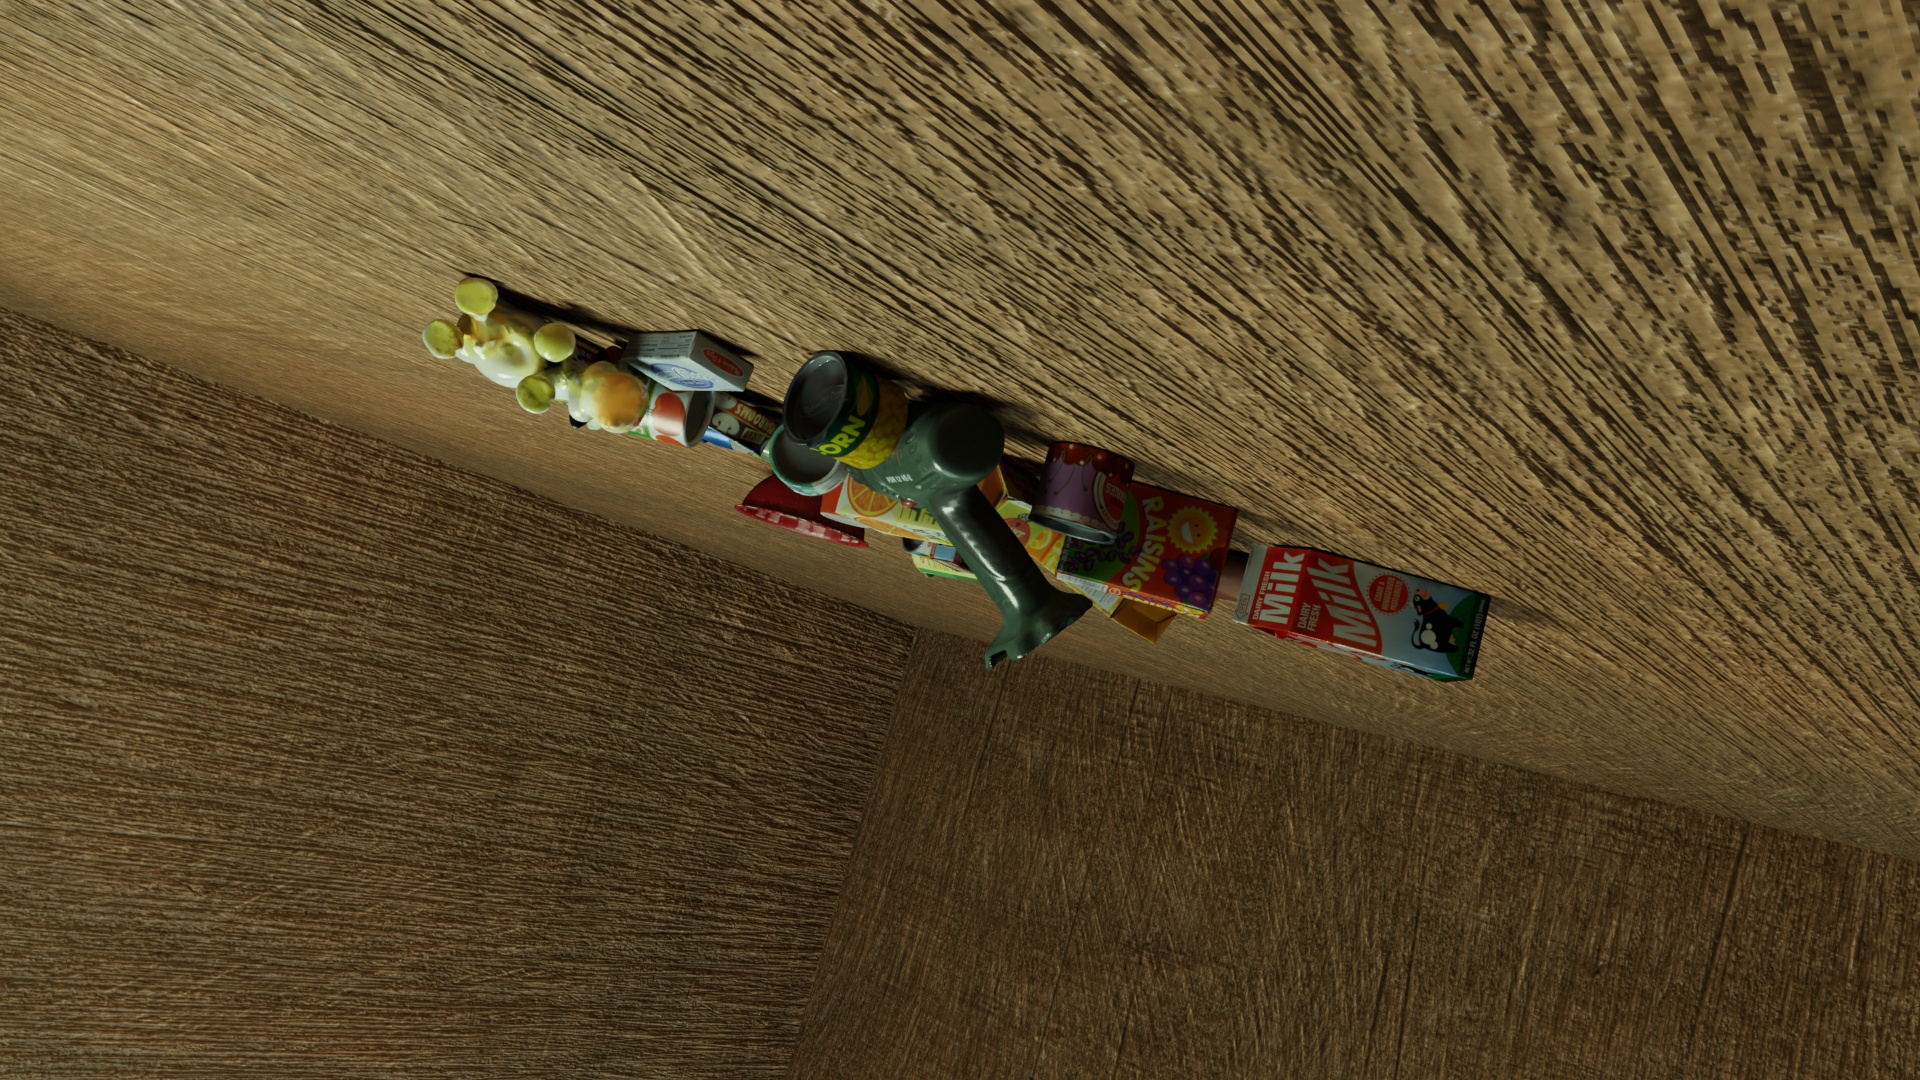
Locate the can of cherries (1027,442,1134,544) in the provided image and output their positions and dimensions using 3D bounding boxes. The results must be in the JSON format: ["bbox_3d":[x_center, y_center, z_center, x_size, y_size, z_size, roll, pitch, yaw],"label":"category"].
[{"bbox_3d":[0.091,-0.034,1.016,0.071,0.058,0.071,17,172,3],"label":"can of cherries"}]

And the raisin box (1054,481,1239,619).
[{"bbox_3d":[0.143,0.003,1.073,0.123,0.086,0.040,16,168,5],"label":"raisin box"}]

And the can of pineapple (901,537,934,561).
[{"bbox_3d":[-0.020,-0.011,1.431,0.058,0.071,0.071,20,172,-26],"label":"can of pineapple"}]

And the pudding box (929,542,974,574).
[{"bbox_3d":[0.004,-0.016,1.260,0.030,0.084,0.049,8,168,37],"label":"pudding box"}]

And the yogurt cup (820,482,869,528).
[{"bbox_3d":[-0.109,-0.045,1.408,0.072,0.054,0.072,15,173,2],"label":"yogurt cup"}]

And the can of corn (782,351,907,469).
[{"bbox_3d":[-0.078,-0.085,0.945,0.058,0.071,0.071,22,171,-42],"label":"can of corn"}]

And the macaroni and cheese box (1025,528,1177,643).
[{"bbox_3d":[0.104,0.019,1.237,0.167,0.040,0.123,39,-176,29],"label":"macaroni and cheese box"}]

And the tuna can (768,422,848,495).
[{"bbox_3d":[-0.130,-0.075,1.179,0.071,0.071,0.033,15,172,8],"label":"tuna can"}]

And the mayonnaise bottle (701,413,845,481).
[{"bbox_3d":[-0.164,-0.089,1.238,0.148,0.041,0.064,14,175,10],"label":"mayonnaise bottle"}]

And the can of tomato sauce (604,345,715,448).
[{"bbox_3d":[-0.249,-0.114,1.119,0.083,0.071,0.071,15,173,7],"label":"can of tomato sauce"}]

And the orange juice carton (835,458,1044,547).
[{"bbox_3d":[-0.006,-0.035,1.167,0.192,0.073,0.072,10,170,38],"label":"orange juice carton"}]

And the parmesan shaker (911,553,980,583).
[{"bbox_3d":[0.005,0.014,1.547,0.103,0.071,0.071,10,170,39],"label":"parmesan shaker"}]

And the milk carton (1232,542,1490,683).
[{"bbox_3d":[0.327,0.059,1.151,0.191,0.072,0.073,16,173,6],"label":"milk carton"}]

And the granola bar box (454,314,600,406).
[{"bbox_3d":[-0.338,-0.145,1.207,0.124,0.039,0.165,12,172,35],"label":"granola bar box"}]

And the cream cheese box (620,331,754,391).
[{"bbox_3d":[-0.204,-0.133,1.033,0.053,0.024,0.104,31,165,-39],"label":"cream cheese box"}]

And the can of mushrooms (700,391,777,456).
[{"bbox_3d":[-0.190,-0.100,1.178,0.071,0.033,0.071,30,178,2],"label":"can of mushrooms"}]

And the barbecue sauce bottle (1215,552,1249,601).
[{"bbox_3d":[0.238,0.032,1.265,0.148,0.044,0.065,10,170,40],"label":"barbecue sauce bottle"}]
